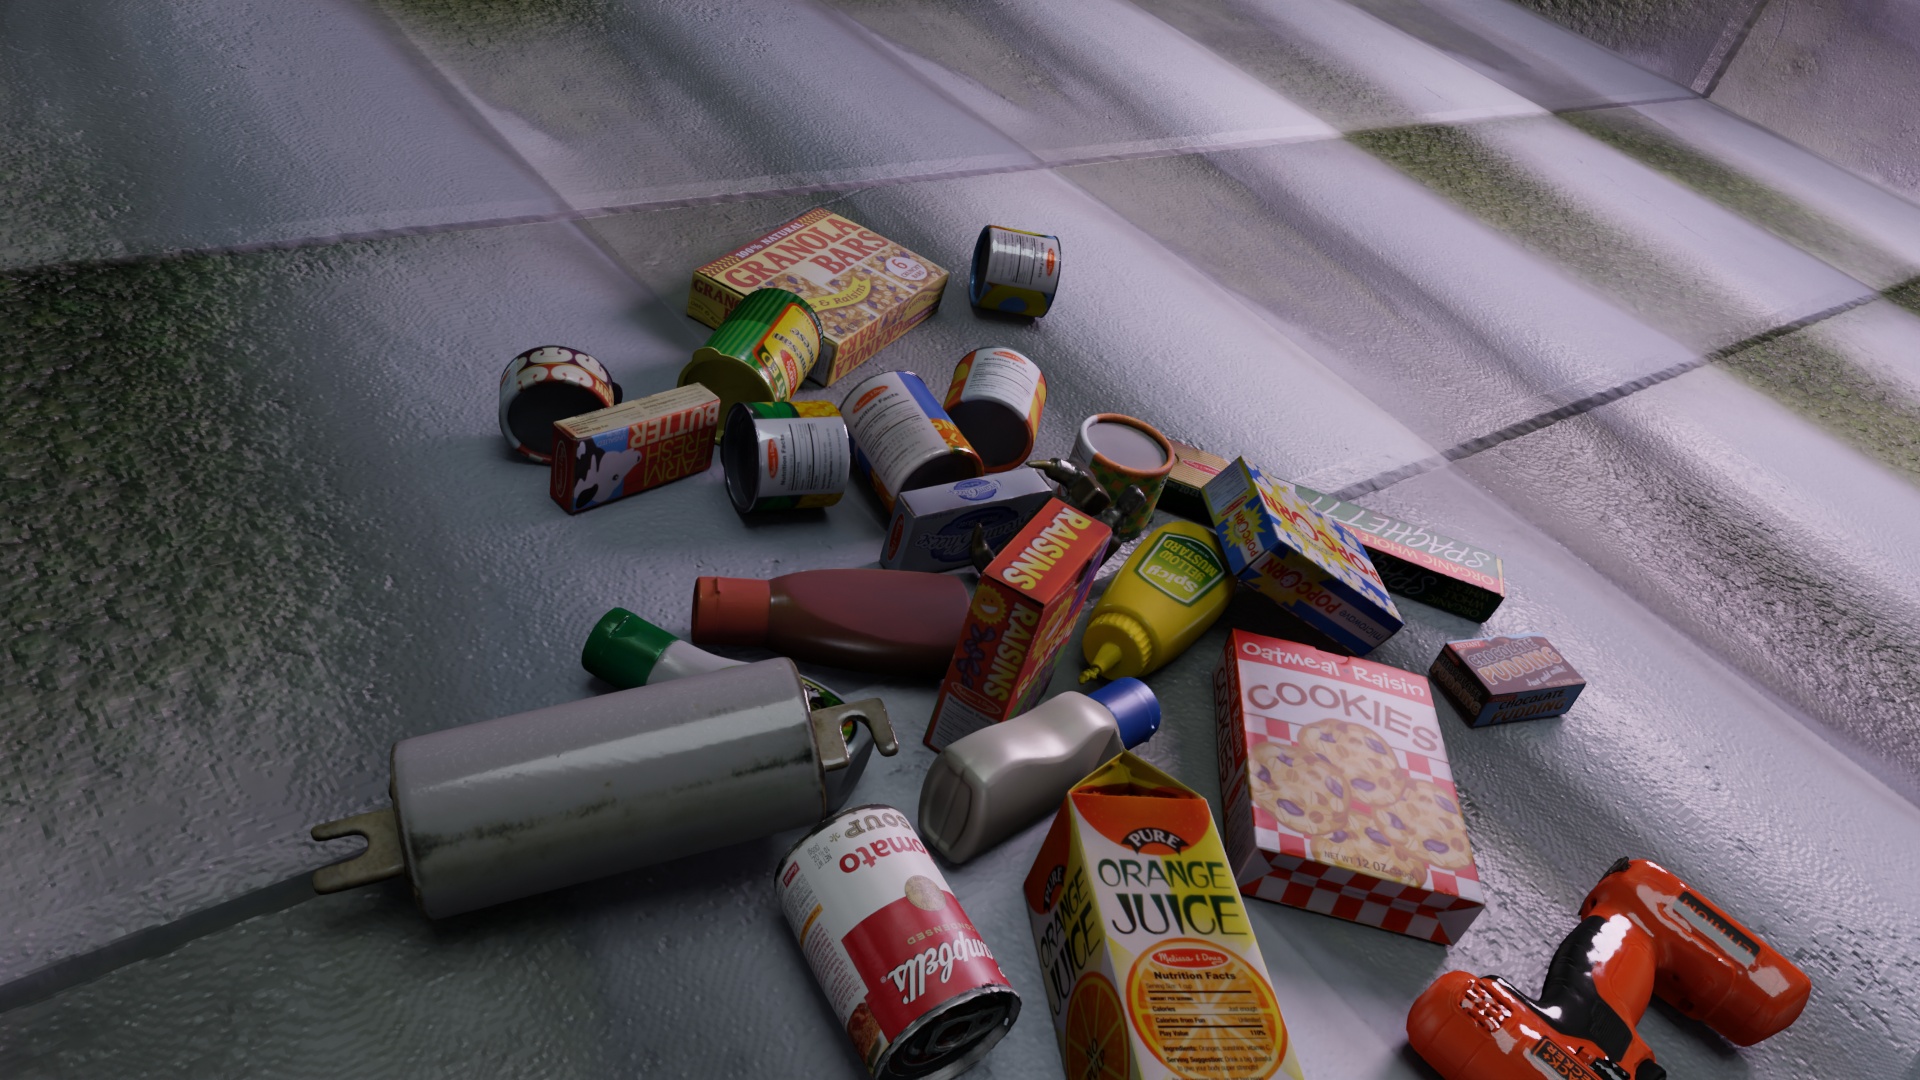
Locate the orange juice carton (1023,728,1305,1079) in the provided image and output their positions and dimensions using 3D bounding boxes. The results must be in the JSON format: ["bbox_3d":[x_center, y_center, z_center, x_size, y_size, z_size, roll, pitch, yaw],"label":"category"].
[{"bbox_3d":[0.081,0.178,0.622,0.073,0.071,0.193,6,39,-16],"label":"orange juice carton"}]

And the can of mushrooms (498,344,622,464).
[{"bbox_3d":[-0.236,-0.079,0.820,0.071,0.070,0.033,4,40,-18],"label":"can of mushrooms"}]

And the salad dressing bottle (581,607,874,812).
[{"bbox_3d":[-0.116,0.081,0.686,0.148,0.043,0.064,26,44,10],"label":"salad dressing bottle"}]

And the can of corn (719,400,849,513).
[{"bbox_3d":[-0.107,-0.052,0.841,0.058,0.070,0.071,-4,43,-28],"label":"can of corn"}]

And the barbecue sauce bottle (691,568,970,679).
[{"bbox_3d":[-0.070,0.042,0.755,0.149,0.043,0.065,5,39,-16],"label":"barbecue sauce bottle"}]

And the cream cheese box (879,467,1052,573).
[{"bbox_3d":[0.003,-0.011,0.842,0.104,0.053,0.024,-13,49,-34],"label":"cream cheese box"}]

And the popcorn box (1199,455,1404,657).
[{"bbox_3d":[0.215,0.011,0.875,0.126,0.038,0.085,30,30,-29],"label":"popcorn box"}]

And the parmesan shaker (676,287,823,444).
[{"bbox_3d":[-0.135,-0.117,0.904,0.071,0.071,0.103,19,37,2],"label":"parmesan shaker"}]

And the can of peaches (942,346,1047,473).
[{"bbox_3d":[0.021,-0.085,0.934,0.071,0.070,0.058,17,43,-1],"label":"can of peaches"}]

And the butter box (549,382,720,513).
[{"bbox_3d":[-0.191,-0.056,0.821,0.024,0.052,0.104,38,41,28],"label":"butter box"}]

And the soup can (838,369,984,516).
[{"bbox_3d":[-0.031,-0.056,0.878,0.071,0.071,0.084,-8,45,-30],"label":"soup can"}]

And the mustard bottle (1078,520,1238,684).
[{"bbox_3d":[0.112,0.043,0.823,0.065,0.048,0.161,32,39,15],"label":"mustard bottle"}]

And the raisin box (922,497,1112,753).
[{"bbox_3d":[0.029,0.050,0.720,0.040,0.122,0.086,29,38,14],"label":"raisin box"}]

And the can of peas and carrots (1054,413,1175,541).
[{"bbox_3d":[0.104,-0.042,0.919,0.071,0.058,0.071,11,38,-9],"label":"can of peas and carrots"}]

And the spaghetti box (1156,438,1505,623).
[{"bbox_3d":[0.251,-0.007,0.960,0.250,0.028,0.050,20,37,2],"label":"spaghetti box"}]

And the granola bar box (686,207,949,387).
[{"bbox_3d":[-0.102,-0.186,1.031,0.124,0.038,0.166,28,38,14],"label":"granola bar box"}]

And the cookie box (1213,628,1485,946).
[{"bbox_3d":[0.207,0.128,0.762,0.123,0.040,0.168,15,37,-4],"label":"cookie box"}]

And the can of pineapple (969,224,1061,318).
[{"bbox_3d":[0.042,-0.213,1.105,0.058,0.070,0.071,8,38,-14],"label":"can of pineapple"}]

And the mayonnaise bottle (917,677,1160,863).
[{"bbox_3d":[0.044,0.109,0.706,0.041,0.064,0.149,38,37,29],"label":"mayonnaise bottle"}]

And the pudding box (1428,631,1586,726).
[{"bbox_3d":[0.346,0.087,0.880,0.084,0.030,0.050,-3,41,-25],"label":"pudding box"}]
